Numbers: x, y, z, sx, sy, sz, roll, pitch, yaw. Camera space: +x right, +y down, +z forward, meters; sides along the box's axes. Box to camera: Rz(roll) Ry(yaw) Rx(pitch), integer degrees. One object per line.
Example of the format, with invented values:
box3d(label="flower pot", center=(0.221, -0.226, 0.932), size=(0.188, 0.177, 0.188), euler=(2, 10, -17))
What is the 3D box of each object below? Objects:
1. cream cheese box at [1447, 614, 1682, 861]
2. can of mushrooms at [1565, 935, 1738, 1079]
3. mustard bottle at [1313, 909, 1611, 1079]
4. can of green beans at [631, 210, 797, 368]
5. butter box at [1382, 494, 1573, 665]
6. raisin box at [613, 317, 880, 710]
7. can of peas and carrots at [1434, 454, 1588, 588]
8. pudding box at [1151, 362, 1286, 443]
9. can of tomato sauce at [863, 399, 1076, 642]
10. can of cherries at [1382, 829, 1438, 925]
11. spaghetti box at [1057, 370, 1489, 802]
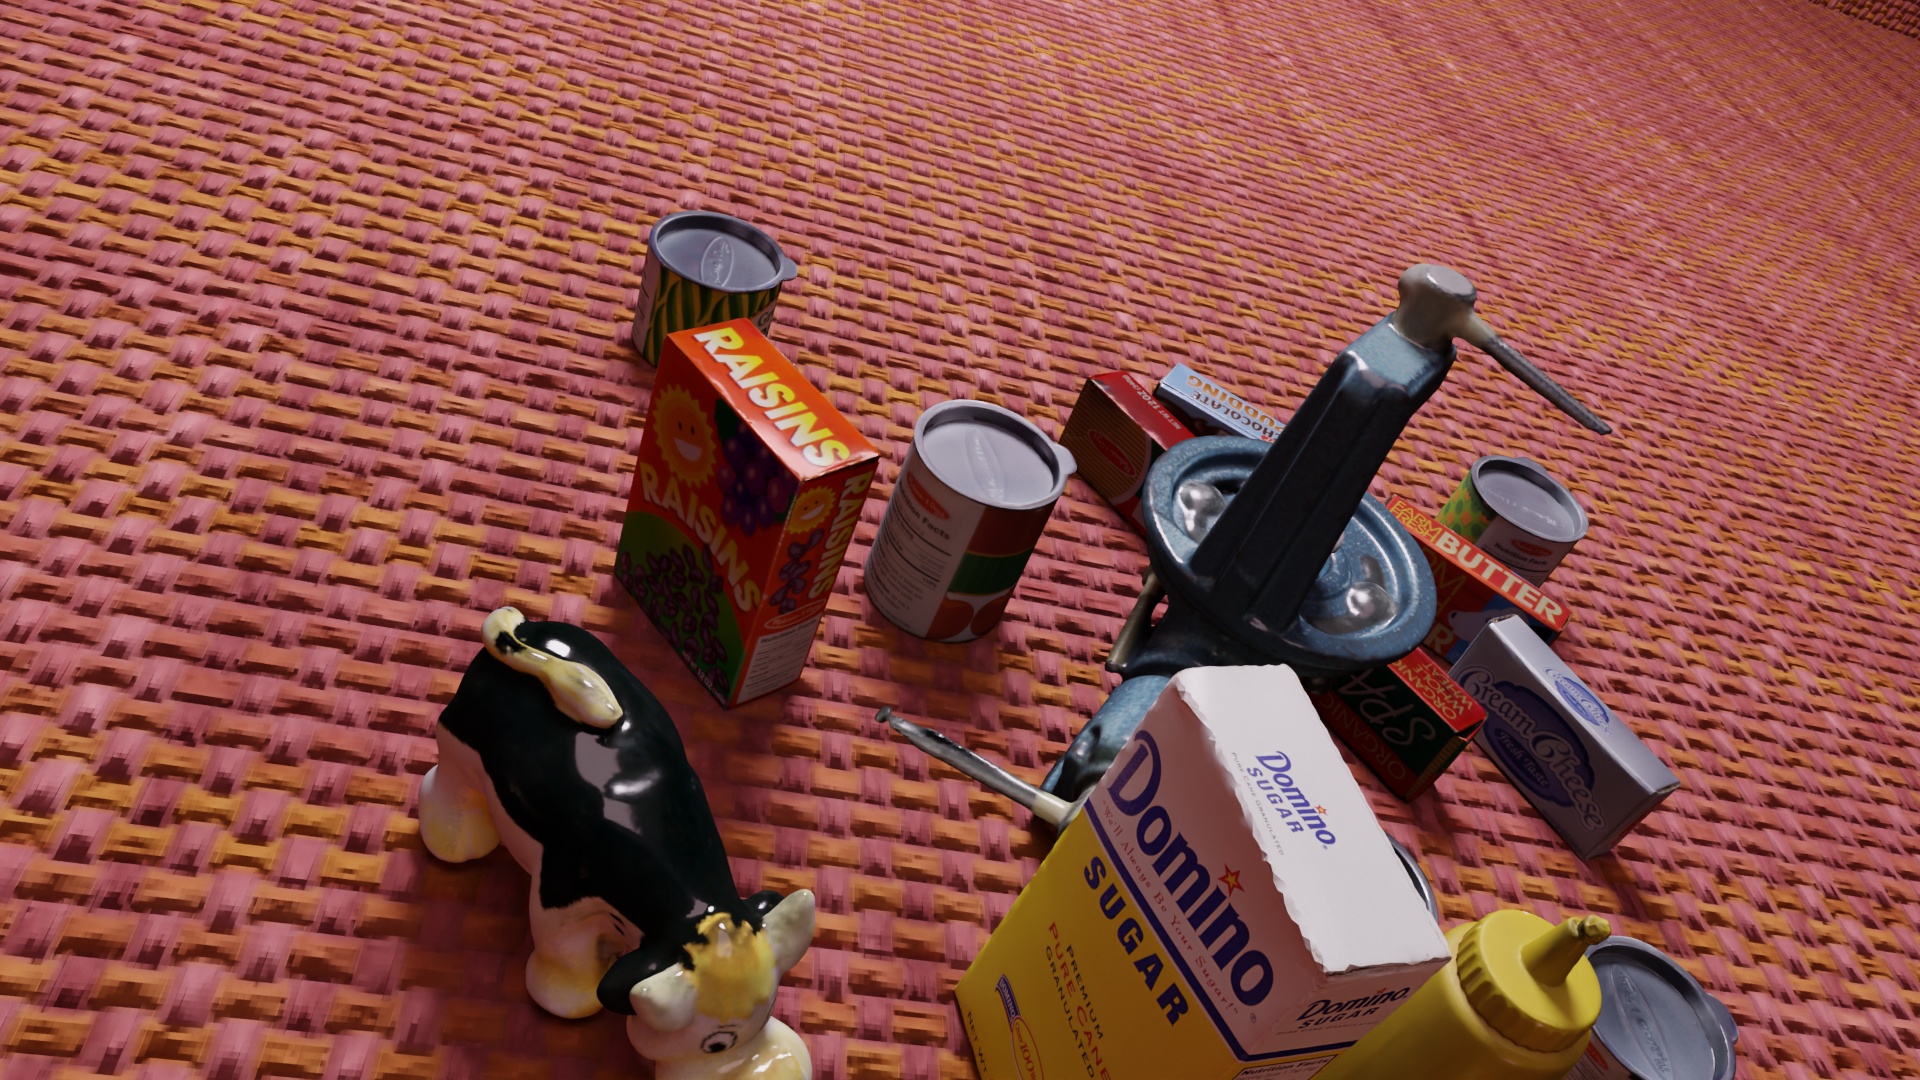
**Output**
box3d(label="cream cheese box", center=(0.270, 0.089, 0.637), size=(0.024, 0.053, 0.104), euler=(-11, 50, -34))
box3d(label="can of mushrooms", center=(0.260, 0.191, 0.536), size=(0.071, 0.033, 0.071), euler=(13, 41, -12))
box3d(label="mustard bottle", center=(0.151, 0.155, 0.424), size=(0.065, 0.159, 0.049), euler=(4, 43, -22))
box3d(label="can of green beans", center=(-0.123, -0.118, 0.676), size=(0.071, 0.057, 0.071), euler=(13, 41, -12))
box3d(label="butter box", center=(0.243, 0.027, 0.693), size=(0.103, 0.052, 0.024), euler=(38, 42, 17))
box3d(label="raisin box", center=(-0.084, -0.009, 0.523), size=(0.040, 0.122, 0.086), euler=(-20, 56, -40))
box3d(label="can of peas and carrots", center=(0.290, -0.004, 0.745), size=(0.071, 0.058, 0.071), euler=(13, 41, -12))
box3d(label="pudding box", center=(0.135, -0.050, 0.729), size=(0.084, 0.049, 0.030), euler=(32, 40, 10))
box3d(label="can of tomato sauce", center=(0.002, -0.007, 0.594), size=(0.071, 0.082, 0.071), euler=(13, 41, -12))
box3d(label="can of cherries", center=(0.129, 0.142, 0.508), size=(0.071, 0.058, 0.072), euler=(13, 41, -12))
box3d(label="spaghetti box", center=(0.140, 0.015, 0.660), size=(0.029, 0.049, 0.251), euler=(-18, 55, -39))
